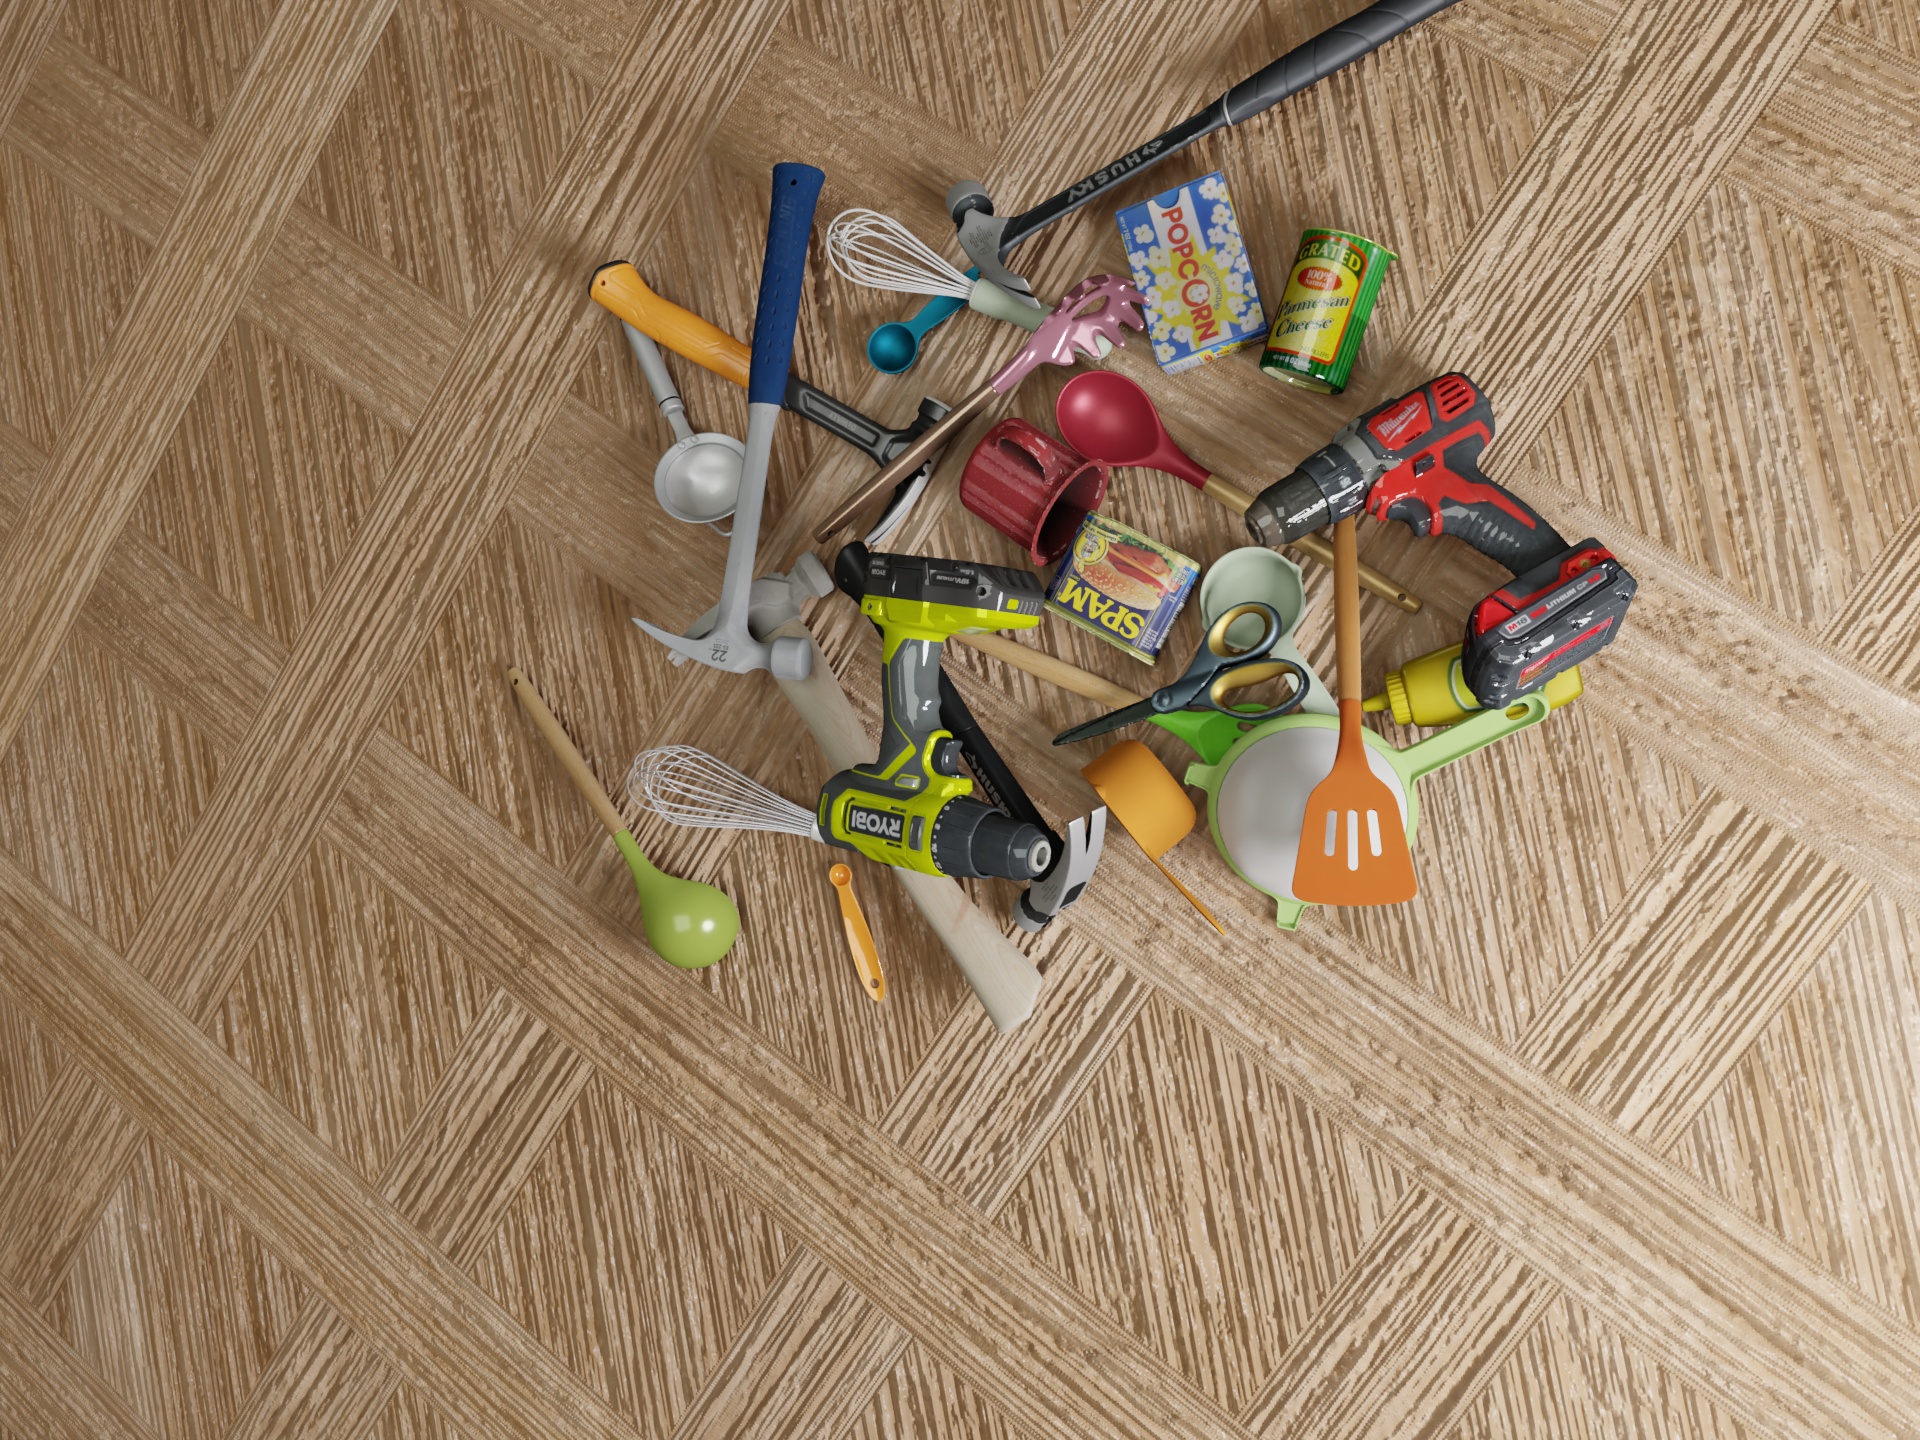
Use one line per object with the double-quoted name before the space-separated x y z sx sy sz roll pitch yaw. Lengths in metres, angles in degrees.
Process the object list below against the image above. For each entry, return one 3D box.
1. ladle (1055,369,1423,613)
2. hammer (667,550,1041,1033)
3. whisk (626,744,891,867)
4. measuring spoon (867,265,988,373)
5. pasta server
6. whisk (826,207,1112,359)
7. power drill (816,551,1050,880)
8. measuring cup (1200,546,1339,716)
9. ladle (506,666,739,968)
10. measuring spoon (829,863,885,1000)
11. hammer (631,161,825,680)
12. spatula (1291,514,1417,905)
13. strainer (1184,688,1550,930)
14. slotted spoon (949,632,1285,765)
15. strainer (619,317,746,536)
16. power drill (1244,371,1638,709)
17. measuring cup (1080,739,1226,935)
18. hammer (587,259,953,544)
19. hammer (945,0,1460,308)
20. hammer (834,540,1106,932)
"ladle" 0.208 -0.168 1.196 0.315 0.031 0.069 34 102 14
"hammer" -0.073 0.067 1.250 0.146 0.038 0.411 -32 77 -3
"whisk" -0.141 0.080 1.295 0.284 0.070 0.070 16 95 13
"measuring spoon" -0.019 -0.325 1.280 0.128 0.021 0.042 -38 79 5
"pasta server" 0.007 -0.234 1.222 0.316 0.060 0.040 -38 45 15
"whisk" 0.005 -0.337 1.246 0.246 0.058 0.059 25 123 8
"power drill" -0.008 0.000 1.147 0.191 0.080 0.228 10 95 37
"measuring cup" 0.242 -0.051 1.179 0.083 0.038 0.168 -33 82 15
"ladle" -0.297 0.077 1.360 0.078 0.062 0.320 -43 71 15
"measuring spoon" -0.082 0.173 1.300 0.021 0.011 0.117 -18 88 17
"hammer" -0.163 -0.240 1.260 0.144 0.035 0.405 7 87 12
"spatula" 0.270 -0.028 1.109 0.081 0.041 0.323 -2 60 15
"strainer" 0.292 0.051 1.114 0.256 0.069 0.151 -29 101 23
"slotted spoon" 0.118 -0.021 1.225 0.314 0.031 0.070 23 101 19
"strainer" -0.238 -0.256 1.337 0.087 0.050 0.259 -24 75 -6
"power drill" 0.324 -0.119 1.092 0.188 0.080 0.227 -30 64 -3
"measuring cup" 0.157 0.082 1.160 0.052 0.095 0.174 -40 53 0
"hammer" -0.169 -0.277 1.305 0.337 0.034 0.127 32 99 11
"hammer" 0.184 -0.443 1.179 0.409 0.036 0.149 -27 50 12
"hammer" -0.002 -0.004 1.232 0.335 0.035 0.146 57 148 17
